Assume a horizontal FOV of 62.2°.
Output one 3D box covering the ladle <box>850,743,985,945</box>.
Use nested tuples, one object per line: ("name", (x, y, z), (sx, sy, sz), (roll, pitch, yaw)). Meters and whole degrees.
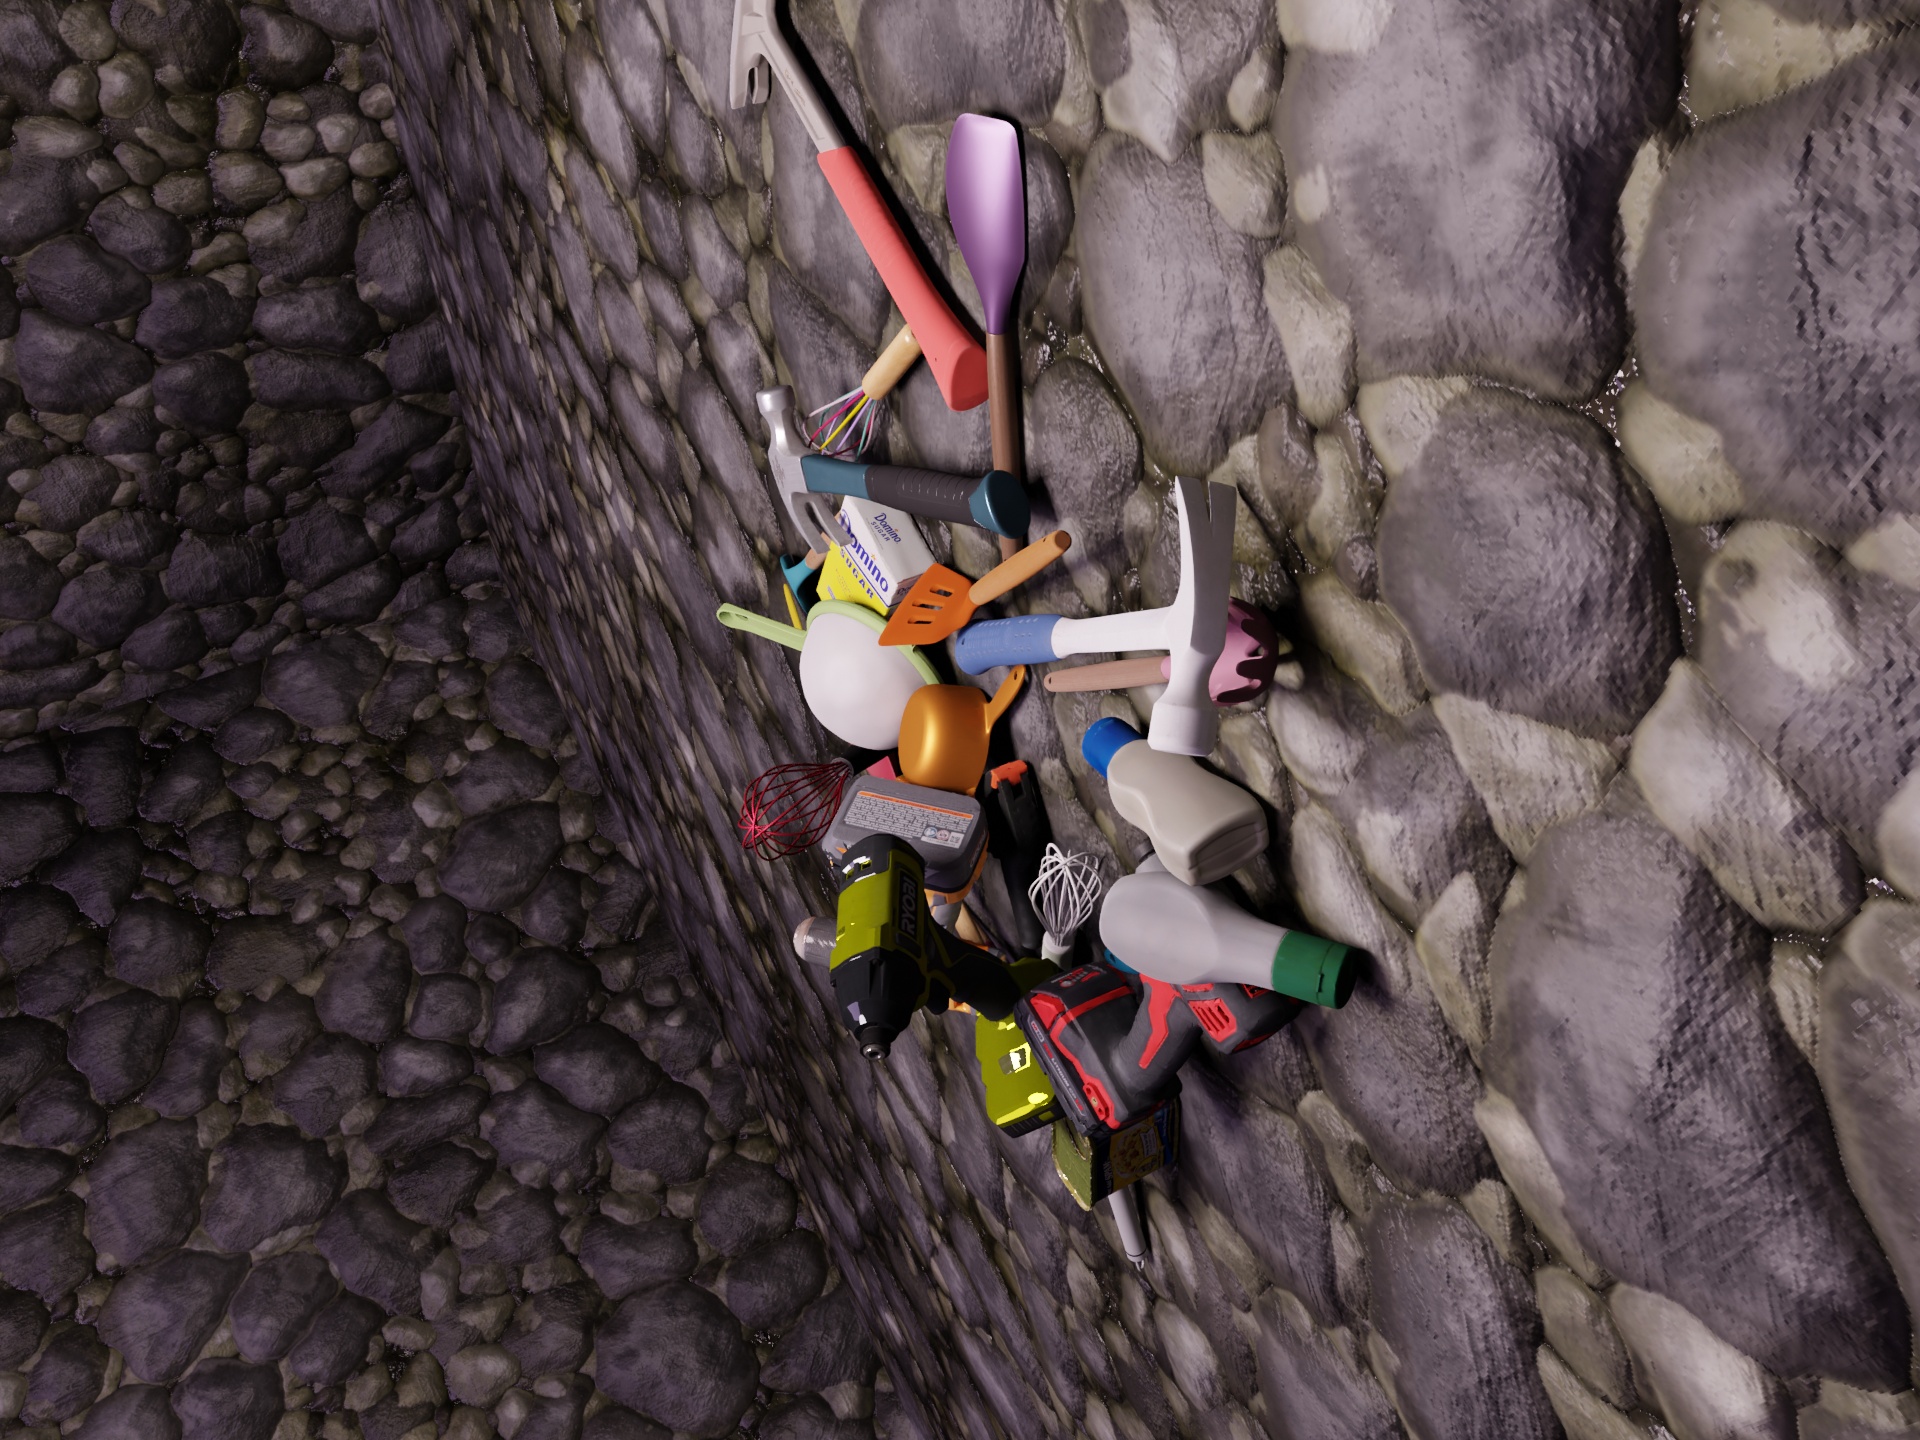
("ladle", (-0.032, 0.117, 1.455), (0.069, 0.031, 0.316), (91, 155, -52))

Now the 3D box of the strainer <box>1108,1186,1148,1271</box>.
("strainer", (0.127, 0.370, 1.325), (0.087, 0.050, 0.258), (-68, -34, -53))

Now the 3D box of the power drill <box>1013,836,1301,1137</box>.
("power drill", (0.124, 0.177, 1.049), (0.143, 0.078, 0.219), (59, 145, 20))

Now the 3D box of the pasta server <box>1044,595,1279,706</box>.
("pasta server", (0.109, -0.032, 0.965), (0.316, 0.040, 0.060), (176, 102, -71))

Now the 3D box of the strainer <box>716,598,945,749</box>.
("strainer", (-0.127, -0.042, 1.358), (0.256, 0.069, 0.151), (21, 148, 31))

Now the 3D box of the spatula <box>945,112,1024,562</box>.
("spatula", (0.024, -0.224, 1.008), (0.060, 0.018, 0.315), (25, 138, 33))

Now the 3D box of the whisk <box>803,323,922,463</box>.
("whisk", (-0.073, -0.242, 1.209), (0.051, 0.047, 0.245), (69, 157, 2))

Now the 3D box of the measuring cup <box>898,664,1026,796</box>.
("measuring cup", (-0.002, -0.004, 1.225), (0.173, 0.052, 0.095), (127, 144, -57))

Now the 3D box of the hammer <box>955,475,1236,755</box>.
("hammer", (0.070, -0.058, 0.992), (0.405, 0.035, 0.144), (-176, 94, -74))

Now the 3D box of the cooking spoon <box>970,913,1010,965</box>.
("cooking spoon", (0.013, 0.195, 1.454), (0.068, 0.017, 0.319), (56, 173, -37))

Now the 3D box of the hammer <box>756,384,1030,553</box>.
("hammer", (-0.055, -0.171, 1.150), (0.331, 0.033, 0.128), (22, 129, 55))

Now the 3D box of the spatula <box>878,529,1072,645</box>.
("spatula", (0.011, -0.095, 1.082), (0.041, 0.081, 0.322), (36, 167, -9))

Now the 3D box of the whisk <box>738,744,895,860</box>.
("whisk", (-0.108, 0.047, 1.346), (0.296, 0.073, 0.073), (-40, -67, -65))

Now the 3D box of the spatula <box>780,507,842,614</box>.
("spatula", (-0.118, -0.158, 1.441), (0.082, 0.044, 0.317), (66, 155, 5))

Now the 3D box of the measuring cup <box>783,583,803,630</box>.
("measuring cup", (-0.143, -0.077, 1.592), (0.062, 0.029, 0.157), (103, 150, -58))

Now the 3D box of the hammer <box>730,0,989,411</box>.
("hammer", (-0.073, -0.359, 1.099), (0.359, 0.036, 0.149), (62, 159, 17))

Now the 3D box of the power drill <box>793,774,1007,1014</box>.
("power drill", (-0.058, 0.148, 1.298), (0.185, 0.084, 0.226), (11, 138, 16))

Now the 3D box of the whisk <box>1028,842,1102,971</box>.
("whisk", (0.077, 0.168, 1.238), (0.058, 0.059, 0.246), (53, 160, 29))

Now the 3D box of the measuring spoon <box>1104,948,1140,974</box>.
("measuring spoon", (0.129, 0.180, 1.149), (0.128, 0.021, 0.042), (-5, 106, 67))

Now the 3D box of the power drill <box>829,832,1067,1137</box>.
("power drill", (-0.003, 0.203, 1.148), (0.223, 0.080, 0.171), (39, -147, -33))
